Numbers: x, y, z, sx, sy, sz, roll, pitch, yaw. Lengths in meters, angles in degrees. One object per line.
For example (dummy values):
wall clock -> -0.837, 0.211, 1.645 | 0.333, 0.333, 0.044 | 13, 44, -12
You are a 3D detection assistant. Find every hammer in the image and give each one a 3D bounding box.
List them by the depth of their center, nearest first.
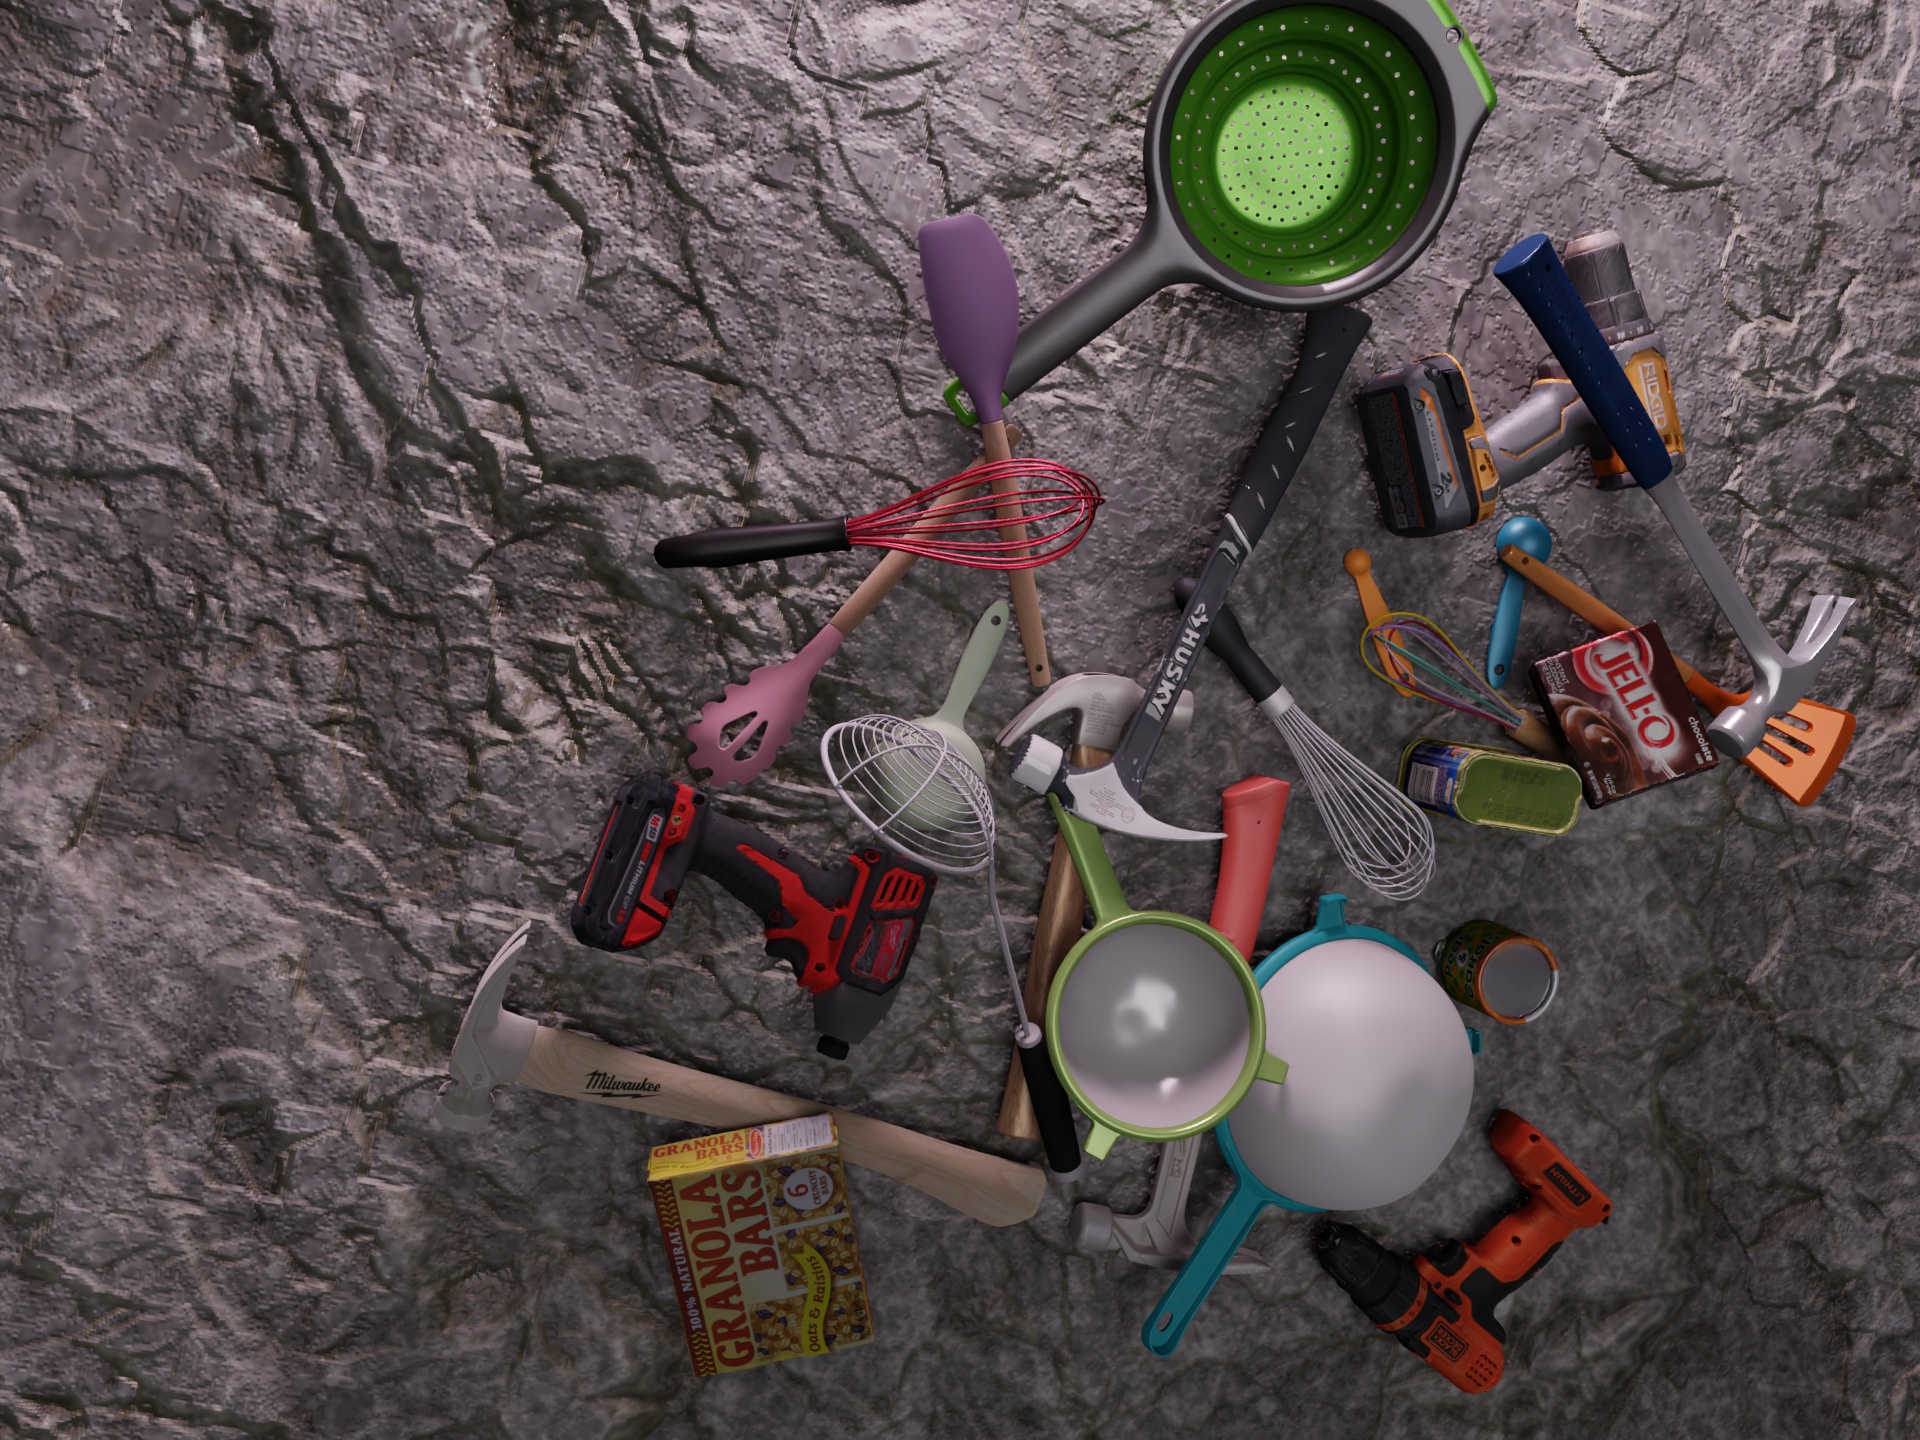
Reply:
hammer -> -0.129, 0.256, 1.065 | 0.410, 0.038, 0.146 | 20, 108, -15
hammer -> 0.185, -0.107, 1.082 | 0.149, 0.036, 0.409 | 28, 80, -9
hammer -> 0.491, -0.164, 1.102 | 0.144, 0.035, 0.405 | -44, 110, -10
hammer -> 0.069, 0.130, 1.110 | 0.130, 0.031, 0.331 | 10, 93, -13
hammer -> 0.188, 0.217, 1.140 | 0.149, 0.037, 0.359 | 12, 93, -12

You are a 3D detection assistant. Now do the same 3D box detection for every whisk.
whisk -> -0.053, -0.123, 1.030 | 0.296, 0.073, 0.073 | -6, 96, 3
whisk -> 0.241, 0.012, 1.124 | 0.070, 0.070, 0.284 | -40, 96, -6
whisk -> 0.390, -0.011, 1.153 | 0.244, 0.051, 0.047 | 28, 86, -18

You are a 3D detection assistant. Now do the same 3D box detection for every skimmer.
skimmer -> 0.002, 0.161, 1.038 | 0.090, 0.127, 0.363 | -12, 114, 9

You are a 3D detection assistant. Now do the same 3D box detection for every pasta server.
pasta server -> -0.067, -0.080, 1.068 | 0.060, 0.040, 0.316 | 43, 82, -12

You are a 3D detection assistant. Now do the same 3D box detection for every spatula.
spatula -> 0.028, -0.174, 1.061 | 0.060, 0.018, 0.315 | -11, 105, 0
spatula -> 0.525, -0.044, 1.175 | 0.322, 0.041, 0.081 | 30, 91, -17

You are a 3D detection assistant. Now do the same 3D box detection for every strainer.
strainer -> 0.105, 0.157, 1.081 | 0.151, 0.069, 0.256 | -19, 82, -13
strainer -> 0.247, 0.304, 1.096 | 0.210, 0.095, 0.340 | 43, 76, -23

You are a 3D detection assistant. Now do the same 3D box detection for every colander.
colander -> 0.156, -0.330, 1.068 | 0.397, 0.094, 0.204 | -35, 102, 12

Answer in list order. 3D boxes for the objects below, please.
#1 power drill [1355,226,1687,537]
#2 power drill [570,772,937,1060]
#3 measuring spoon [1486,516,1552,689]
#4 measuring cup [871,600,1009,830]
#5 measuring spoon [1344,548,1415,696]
power drill -> 0.398, -0.236, 1.121 | 0.226, 0.084, 0.185 | -17, 99, -14
power drill -> -0.134, 0.129, 1.042 | 0.219, 0.078, 0.143 | 22, 82, -16
measuring spoon -> 0.408, -0.085, 1.164 | 0.042, 0.021, 0.128 | 10, 92, -12
measuring cup -> -0.002, -0.003, 1.079 | 0.083, 0.038, 0.167 | 24, 92, -13
measuring spoon -> 0.306, -0.070, 1.150 | 0.021, 0.011, 0.117 | -25, 100, -8
